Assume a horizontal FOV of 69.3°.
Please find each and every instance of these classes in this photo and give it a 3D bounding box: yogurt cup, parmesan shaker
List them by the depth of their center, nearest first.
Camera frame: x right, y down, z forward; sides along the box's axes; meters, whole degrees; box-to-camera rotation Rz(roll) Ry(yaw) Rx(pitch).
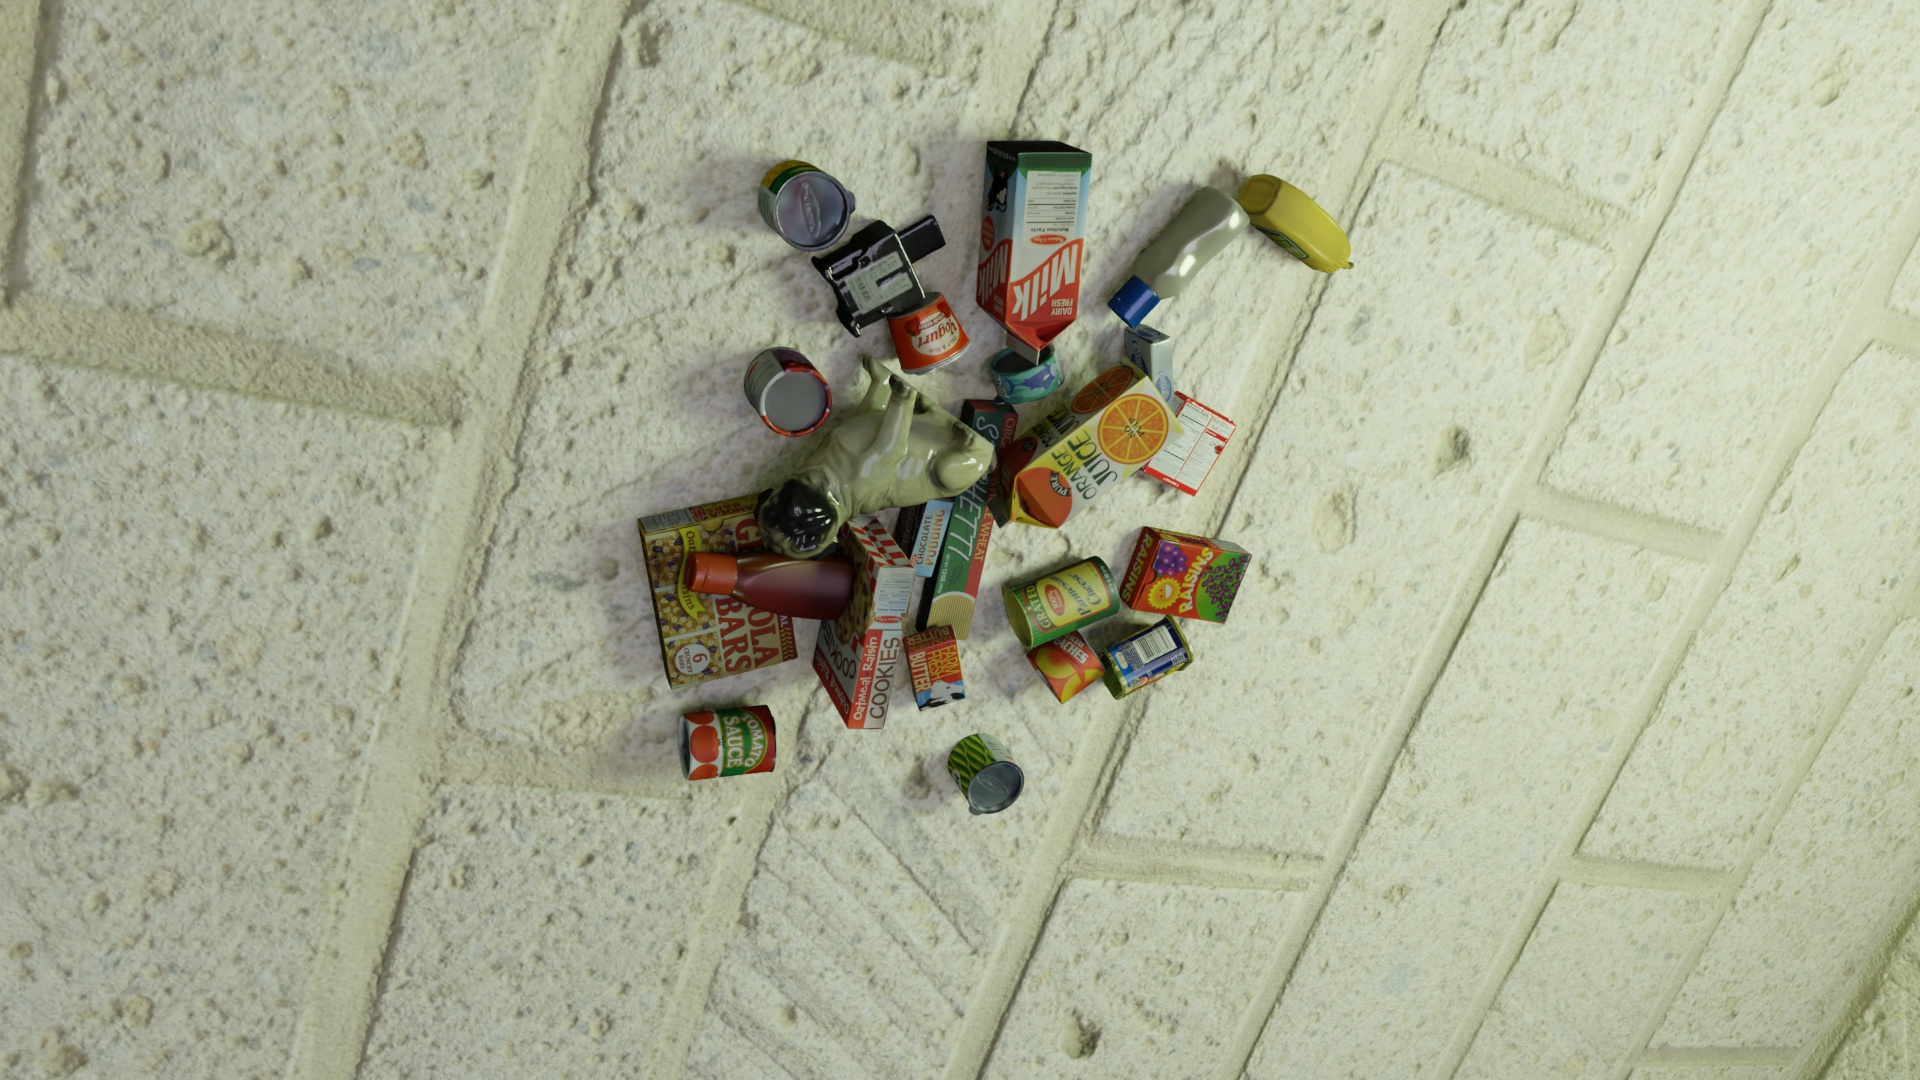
[{"bbox_3d":[-0.032,-0.188,1.249,0.072,0.072,0.053,-28,114,-9],"label":"yogurt cup"},{"bbox_3d":[0.103,0.060,1.425,0.103,0.071,0.071,-21,120,-14],"label":"parmesan shaker"}]

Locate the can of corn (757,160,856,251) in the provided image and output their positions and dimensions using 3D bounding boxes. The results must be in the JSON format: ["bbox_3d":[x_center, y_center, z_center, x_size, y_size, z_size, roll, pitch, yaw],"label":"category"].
[{"bbox_3d":[-0.129,-0.282,1.163,0.071,0.058,0.070,-10,117,-19],"label":"can of corn"}]

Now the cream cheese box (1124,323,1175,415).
[{"bbox_3d":[0.187,-0.157,1.364,0.024,0.053,0.103,-18,120,-17],"label":"cream cheese box"}]

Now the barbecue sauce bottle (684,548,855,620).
[{"bbox_3d":[-0.173,0.036,1.256,0.149,0.044,0.064,7,113,-28],"label":"barbecue sauce bottle"}]

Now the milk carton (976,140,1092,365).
[{"bbox_3d":[0.063,-0.258,1.251,0.073,0.072,0.189,-6,115,-21],"label":"milk carton"}]

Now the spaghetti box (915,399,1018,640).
[{"bbox_3d":[0.005,-0.017,1.365,0.050,0.029,0.249,3,113,-26],"label":"spaghetti box"}]

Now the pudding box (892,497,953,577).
[{"bbox_3d":[-0.038,-0.013,1.336,0.030,0.050,0.083,7,111,-28],"label":"pudding box"}]

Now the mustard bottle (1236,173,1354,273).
[{"bbox_3d":[0.339,-0.300,1.358,0.160,0.065,0.048,26,98,-35],"label":"mustard bottle"}]

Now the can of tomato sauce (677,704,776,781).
[{"bbox_3d":[-0.225,0.195,1.341,0.083,0.071,0.071,-3,115,-22],"label":"can of tomato sauce"}]

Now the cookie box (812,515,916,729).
[{"bbox_3d":[-0.092,0.076,1.311,0.040,0.123,0.166,3,112,-24],"label":"cookie box"}]

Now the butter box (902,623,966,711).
[{"bbox_3d":[-0.026,0.129,1.402,0.053,0.024,0.103,-16,139,-7],"label":"butter box"}]

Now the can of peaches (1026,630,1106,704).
[{"bbox_3d":[0.110,0.128,1.457,0.058,0.071,0.071,-35,123,-4],"label":"can of peaches"}]

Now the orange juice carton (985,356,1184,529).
[{"bbox_3d":[0.106,-0.080,1.307,0.192,0.072,0.073,-37,115,4],"label":"orange juice carton"}]

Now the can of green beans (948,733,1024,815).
[{"bbox_3d":[0.027,0.248,1.484,0.071,0.058,0.071,-10,117,-19],"label":"can of green beans"}]

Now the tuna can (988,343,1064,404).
[{"bbox_3d":[0.059,-0.157,1.301,0.071,0.071,0.032,-26,121,-10],"label":"tuna can"}]

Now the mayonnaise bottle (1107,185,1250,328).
[{"bbox_3d":[0.203,-0.266,1.316,0.148,0.065,0.041,-46,127,7],"label":"mayonnaise bottle"}]

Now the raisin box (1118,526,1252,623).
[{"bbox_3d":[0.241,0.038,1.489,0.123,0.040,0.085,10,110,-26],"label":"raisin box"}]

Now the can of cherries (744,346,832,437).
[{"bbox_3d":[-0.150,-0.130,1.226,0.071,0.058,0.071,-9,117,-19],"label":"can of cherries"}]

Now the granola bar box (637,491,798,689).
[{"bbox_3d":[-0.223,0.047,1.290,0.124,0.039,0.164,-13,118,-18],"label":"granola bar box"}]
